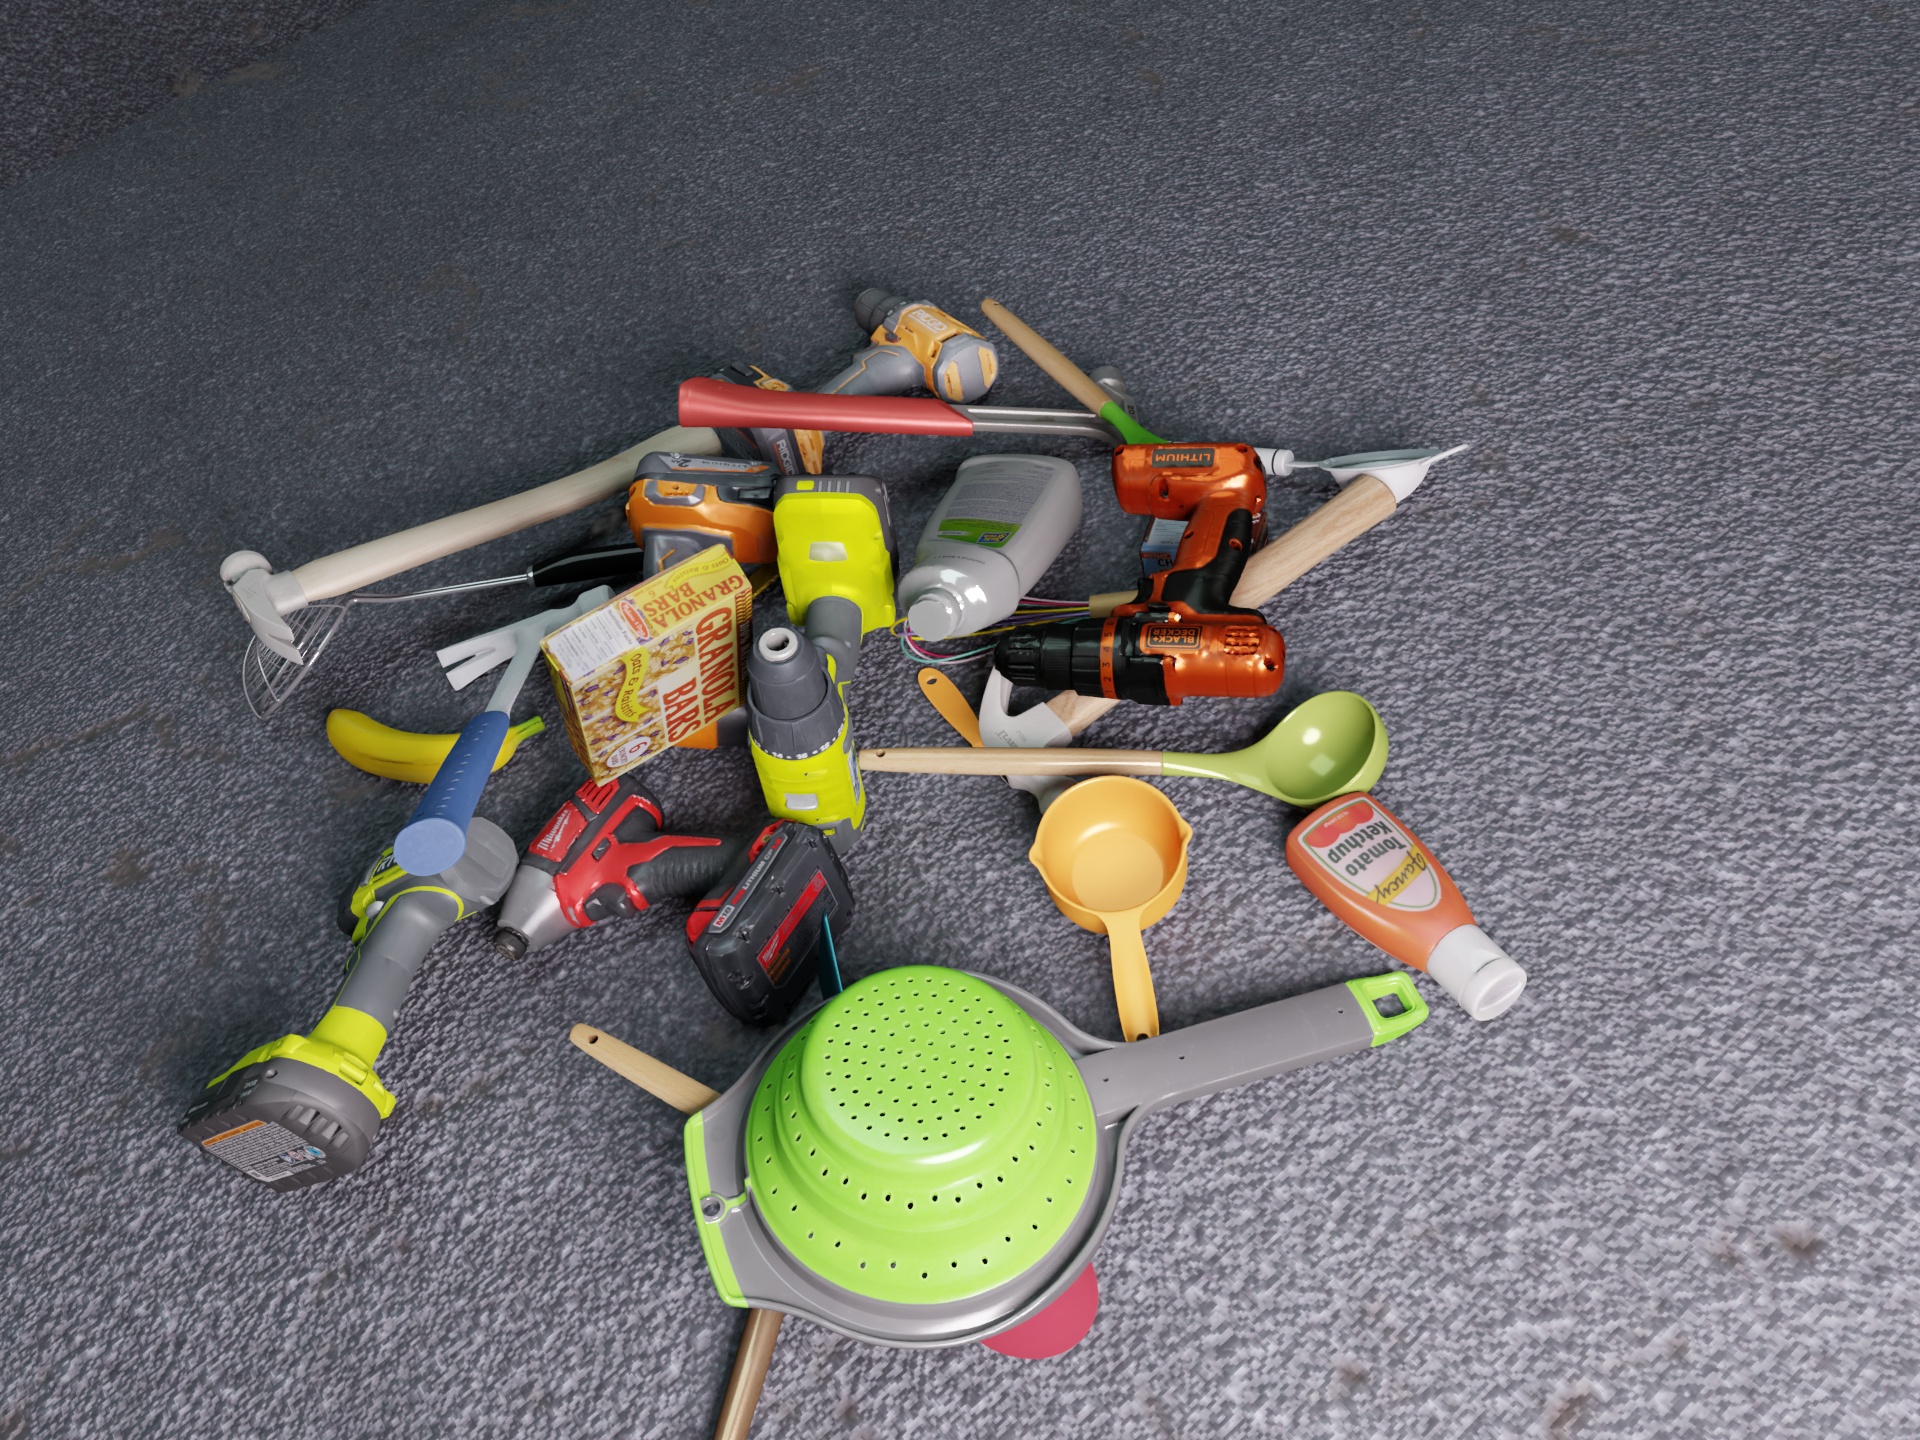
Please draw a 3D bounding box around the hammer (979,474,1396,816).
[{"bbox_3d":[0.154,-0.065,1.060,0.331,0.031,0.130,-35,55,-11],"label":"hammer"}]

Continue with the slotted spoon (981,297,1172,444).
[{"bbox_3d":[0.102,-0.254,1.236,0.070,0.031,0.314,-14,45,-29],"label":"slotted spoon"}]

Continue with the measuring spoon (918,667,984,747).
[{"bbox_3d":[-0.002,-0.004,1.099,0.021,0.011,0.117,-28,41,-9],"label":"measuring spoon"}]

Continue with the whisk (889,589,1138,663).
[{"bbox_3d":[0.070,-0.075,1.119,0.245,0.047,0.051,-6,44,9],"label":"whisk"}]

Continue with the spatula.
[{"bbox_3d":[-0.097,0.256,0.850,0.044,0.082,0.318,14,55,2],"label":"spatula"}]

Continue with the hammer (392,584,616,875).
[{"bbox_3d":[-0.325,0.000,1.091,0.144,0.035,0.406,-20,22,3],"label":"hammer"}]

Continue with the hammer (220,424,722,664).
[{"bbox_3d":[-0.376,-0.159,1.295,0.410,0.038,0.146,-26,41,-26],"label":"hammer"}]

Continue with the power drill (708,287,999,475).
[{"bbox_3d":[-0.105,-0.299,1.375,0.226,0.084,0.186,-29,44,-16],"label":"power drill"}]

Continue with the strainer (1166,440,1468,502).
[{"bbox_3d":[0.245,-0.187,1.170,0.258,0.050,0.087,12,23,36],"label":"strainer"}]

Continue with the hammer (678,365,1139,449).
[{"bbox_3d":[-0.040,-0.233,1.245,0.359,0.036,0.149,2,44,-3],"label":"hammer"}]

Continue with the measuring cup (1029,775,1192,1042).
[{"bbox_3d":[0.095,0.120,0.920,0.095,0.052,0.174,-10,62,6],"label":"measuring cup"}]

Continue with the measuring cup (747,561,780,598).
[{"bbox_3d":[-0.177,-0.104,1.240,0.062,0.029,0.156,26,62,37],"label":"measuring cup"}]

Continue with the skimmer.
[{"bbox_3d":[-0.404,-0.081,1.298,0.363,0.090,0.127,-10,29,-5],"label":"skimmer"}]

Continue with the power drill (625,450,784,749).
[{"bbox_3d":[-0.180,-0.082,1.161,0.164,0.084,0.227,5,60,-1],"label":"power drill"}]

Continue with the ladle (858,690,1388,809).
[{"bbox_3d":[0.096,0.018,0.967,0.320,0.062,0.078,1,51,4],"label":"ladle"}]

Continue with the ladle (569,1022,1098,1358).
[{"bbox_3d":[-0.074,0.230,0.820,0.315,0.031,0.069,24,63,18],"label":"ladle"}]

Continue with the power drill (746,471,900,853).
[{"bbox_3d":[-0.092,-0.052,1.027,0.080,0.190,0.229,1,53,5],"label":"power drill"}]

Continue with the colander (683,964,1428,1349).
[{"bbox_3d":[0.058,0.169,0.792,0.397,0.094,0.205,-13,48,-12],"label":"colander"}]

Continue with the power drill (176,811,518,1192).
[{"bbox_3d":[-0.379,0.171,0.992,0.171,0.080,0.223,-24,33,37],"label":"power drill"}]

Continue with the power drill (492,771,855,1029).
[{"bbox_3d":[-0.190,0.111,1.006,0.220,0.078,0.143,11,50,32],"label":"power drill"}]
